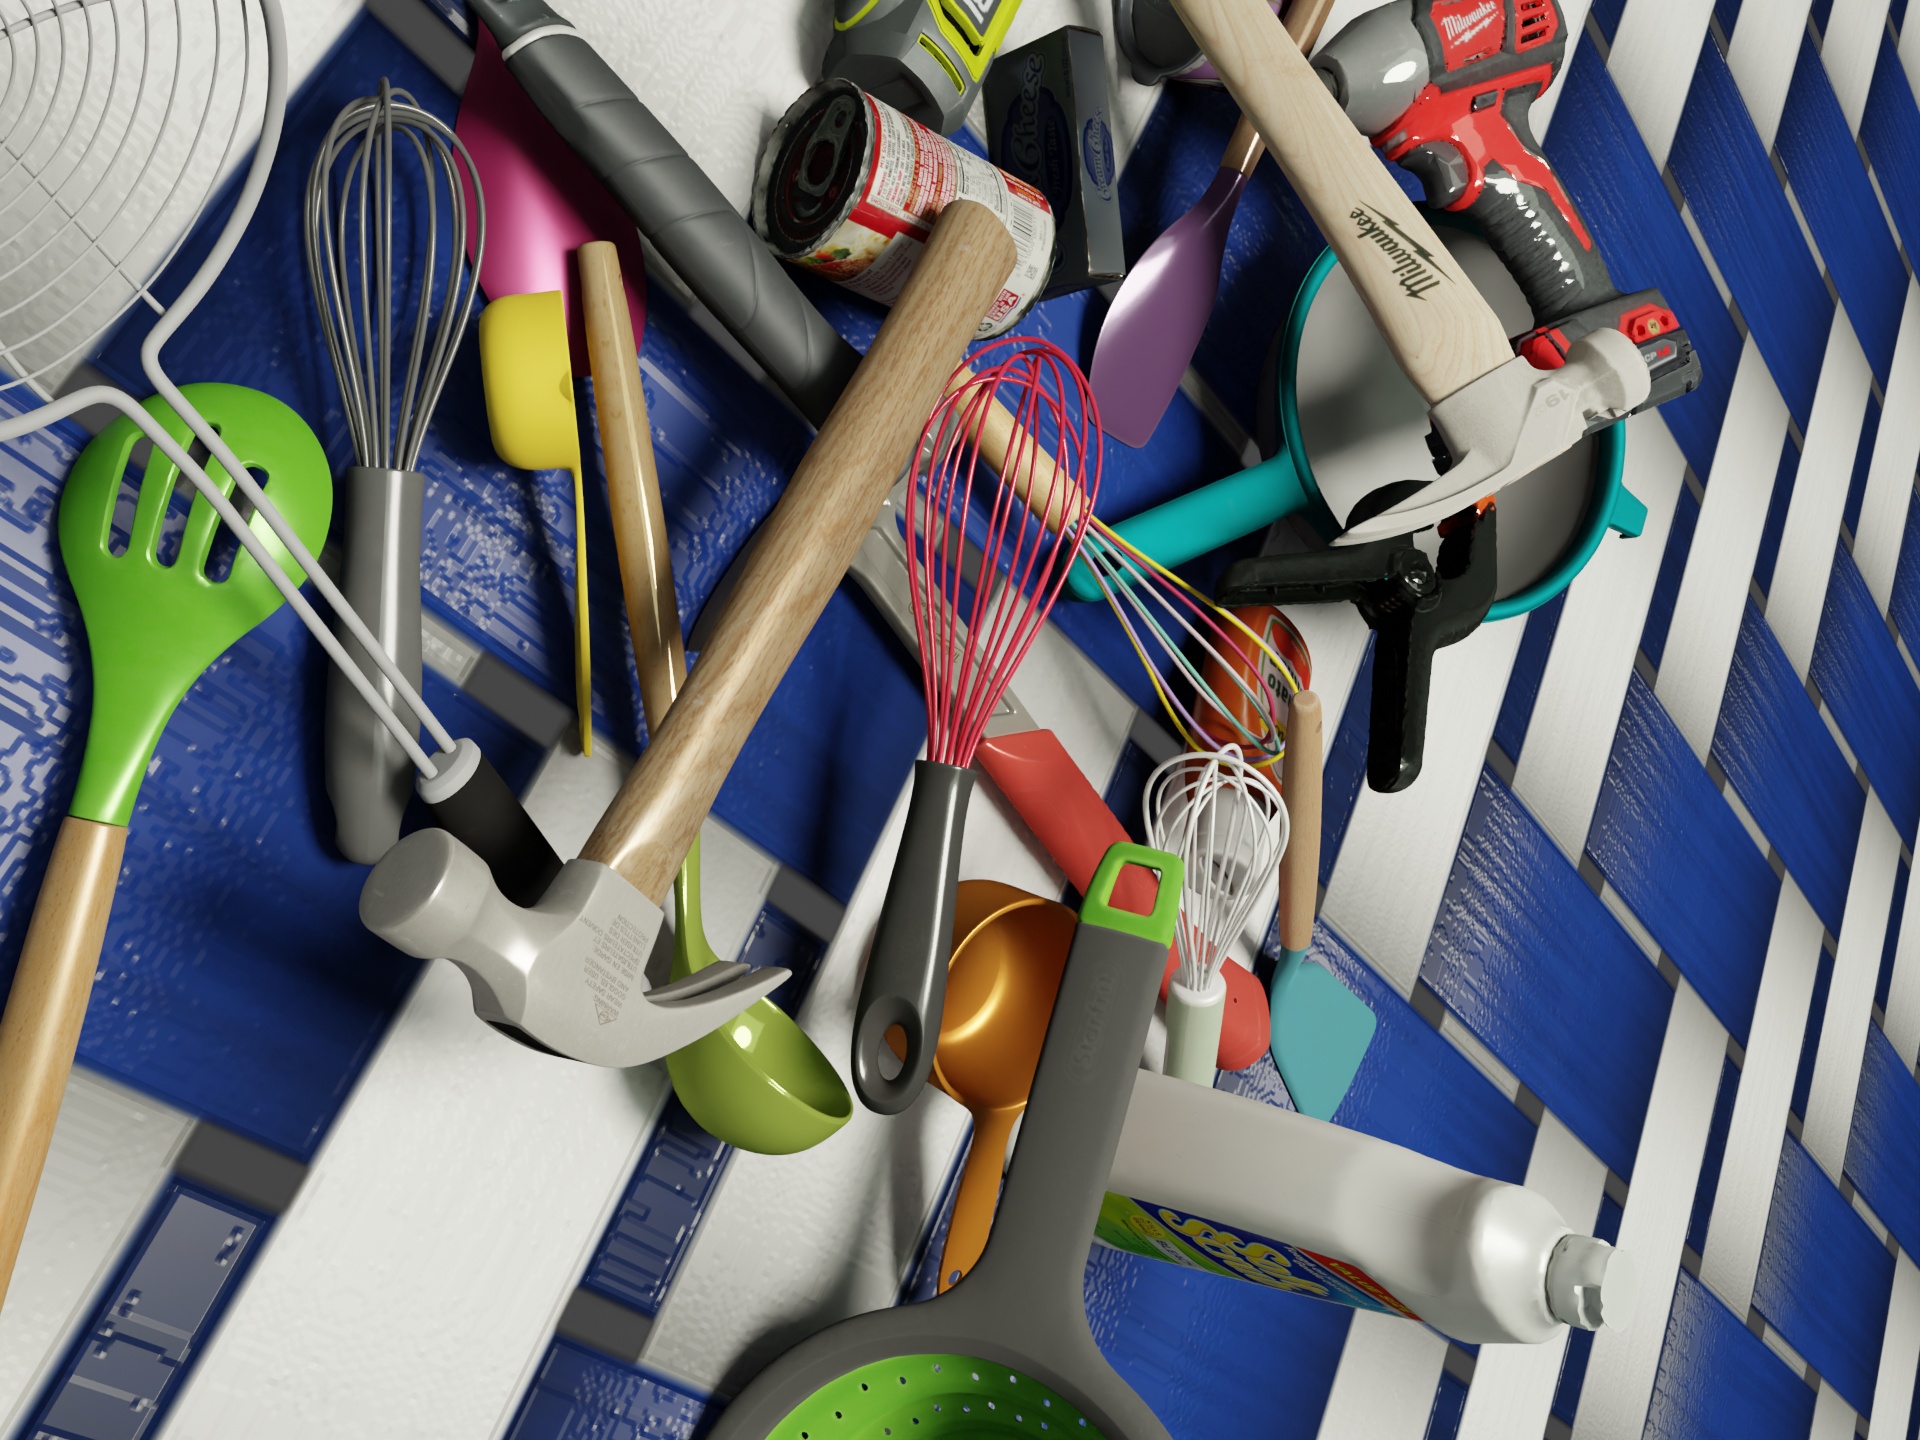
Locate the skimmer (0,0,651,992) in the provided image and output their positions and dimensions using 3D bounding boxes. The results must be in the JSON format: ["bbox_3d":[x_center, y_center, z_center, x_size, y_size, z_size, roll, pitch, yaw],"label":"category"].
[{"bbox_3d":[-0.149,-0.024,0.421,0.127,0.090,0.362,-58,140,-33],"label":"skimmer"}]

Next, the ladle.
[{"bbox_3d":[-0.089,-0.005,0.551,0.062,0.078,0.320,-8,95,-1],"label":"ladle"}]

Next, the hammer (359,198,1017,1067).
[{"bbox_3d":[-0.054,-0.043,0.513,0.129,0.031,0.331,52,54,-42],"label":"hammer"}]

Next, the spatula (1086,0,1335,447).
[{"bbox_3d":[0.136,-0.277,0.734,0.059,0.018,0.316,23,94,-41],"label":"spatula"}]

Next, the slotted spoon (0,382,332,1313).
[{"bbox_3d":[-0.239,0.053,0.432,0.070,0.031,0.314,13,82,-10],"label":"slotted spoon"}]

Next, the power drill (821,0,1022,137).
[{"bbox_3d":[-0.048,-0.355,0.594,0.223,0.080,0.171,40,64,-40],"label":"power drill"}]

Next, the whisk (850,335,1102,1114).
[{"bbox_3d":[-0.001,-0.002,0.590,0.073,0.073,0.296,16,83,-42],"label":"whisk"}]

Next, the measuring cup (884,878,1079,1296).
[{"bbox_3d":[0.000,0.149,0.647,0.095,0.052,0.173,7,98,-38],"label":"measuring cup"}]

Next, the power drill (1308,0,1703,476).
[{"bbox_3d":[0.244,-0.233,0.744,0.143,0.078,0.219,-23,92,-22],"label":"power drill"}]

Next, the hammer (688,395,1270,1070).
[{"bbox_3d":[0.036,0.040,0.688,0.358,0.037,0.149,53,56,-28],"label":"hammer"}]

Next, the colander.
[{"bbox_3d":[0.023,0.244,0.598,0.094,0.204,0.397,51,54,-67],"label":"colander"}]

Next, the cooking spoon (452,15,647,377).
[{"bbox_3d":[-0.161,-0.273,0.522,0.069,0.017,0.318,-24,106,-41],"label":"cooking spoon"}]

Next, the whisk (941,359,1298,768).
[{"bbox_3d":[0.059,-0.068,0.676,0.245,0.047,0.051,45,36,-13],"label":"whisk"}]

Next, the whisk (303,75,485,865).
[{"bbox_3d":[-0.178,-0.074,0.488,0.055,0.055,0.239,1,93,-43],"label":"whisk"}]

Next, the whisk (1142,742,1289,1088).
[{"bbox_3d":[0.102,0.108,0.686,0.058,0.059,0.246,-58,155,-46],"label":"whisk"}]

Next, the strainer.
[{"bbox_3d":[0.176,-0.125,0.798,0.340,0.095,0.211,-25,96,-21],"label":"strainer"}]

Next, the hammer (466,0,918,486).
[{"bbox_3d":[-0.142,-0.220,0.485,0.408,0.036,0.149,47,43,-32],"label":"hammer"}]

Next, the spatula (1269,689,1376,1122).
[{"bbox_3d":[0.172,0.093,0.761,0.082,0.044,0.317,-53,150,-28],"label":"spatula"}]

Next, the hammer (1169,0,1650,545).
[{"bbox_3d":[0.123,-0.274,0.682,0.146,0.038,0.411,-31,86,-4],"label":"hammer"}]

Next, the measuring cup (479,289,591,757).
[{"bbox_3d":[-0.139,-0.062,0.526,0.029,0.062,0.156,-4,107,-13],"label":"measuring cup"}]
